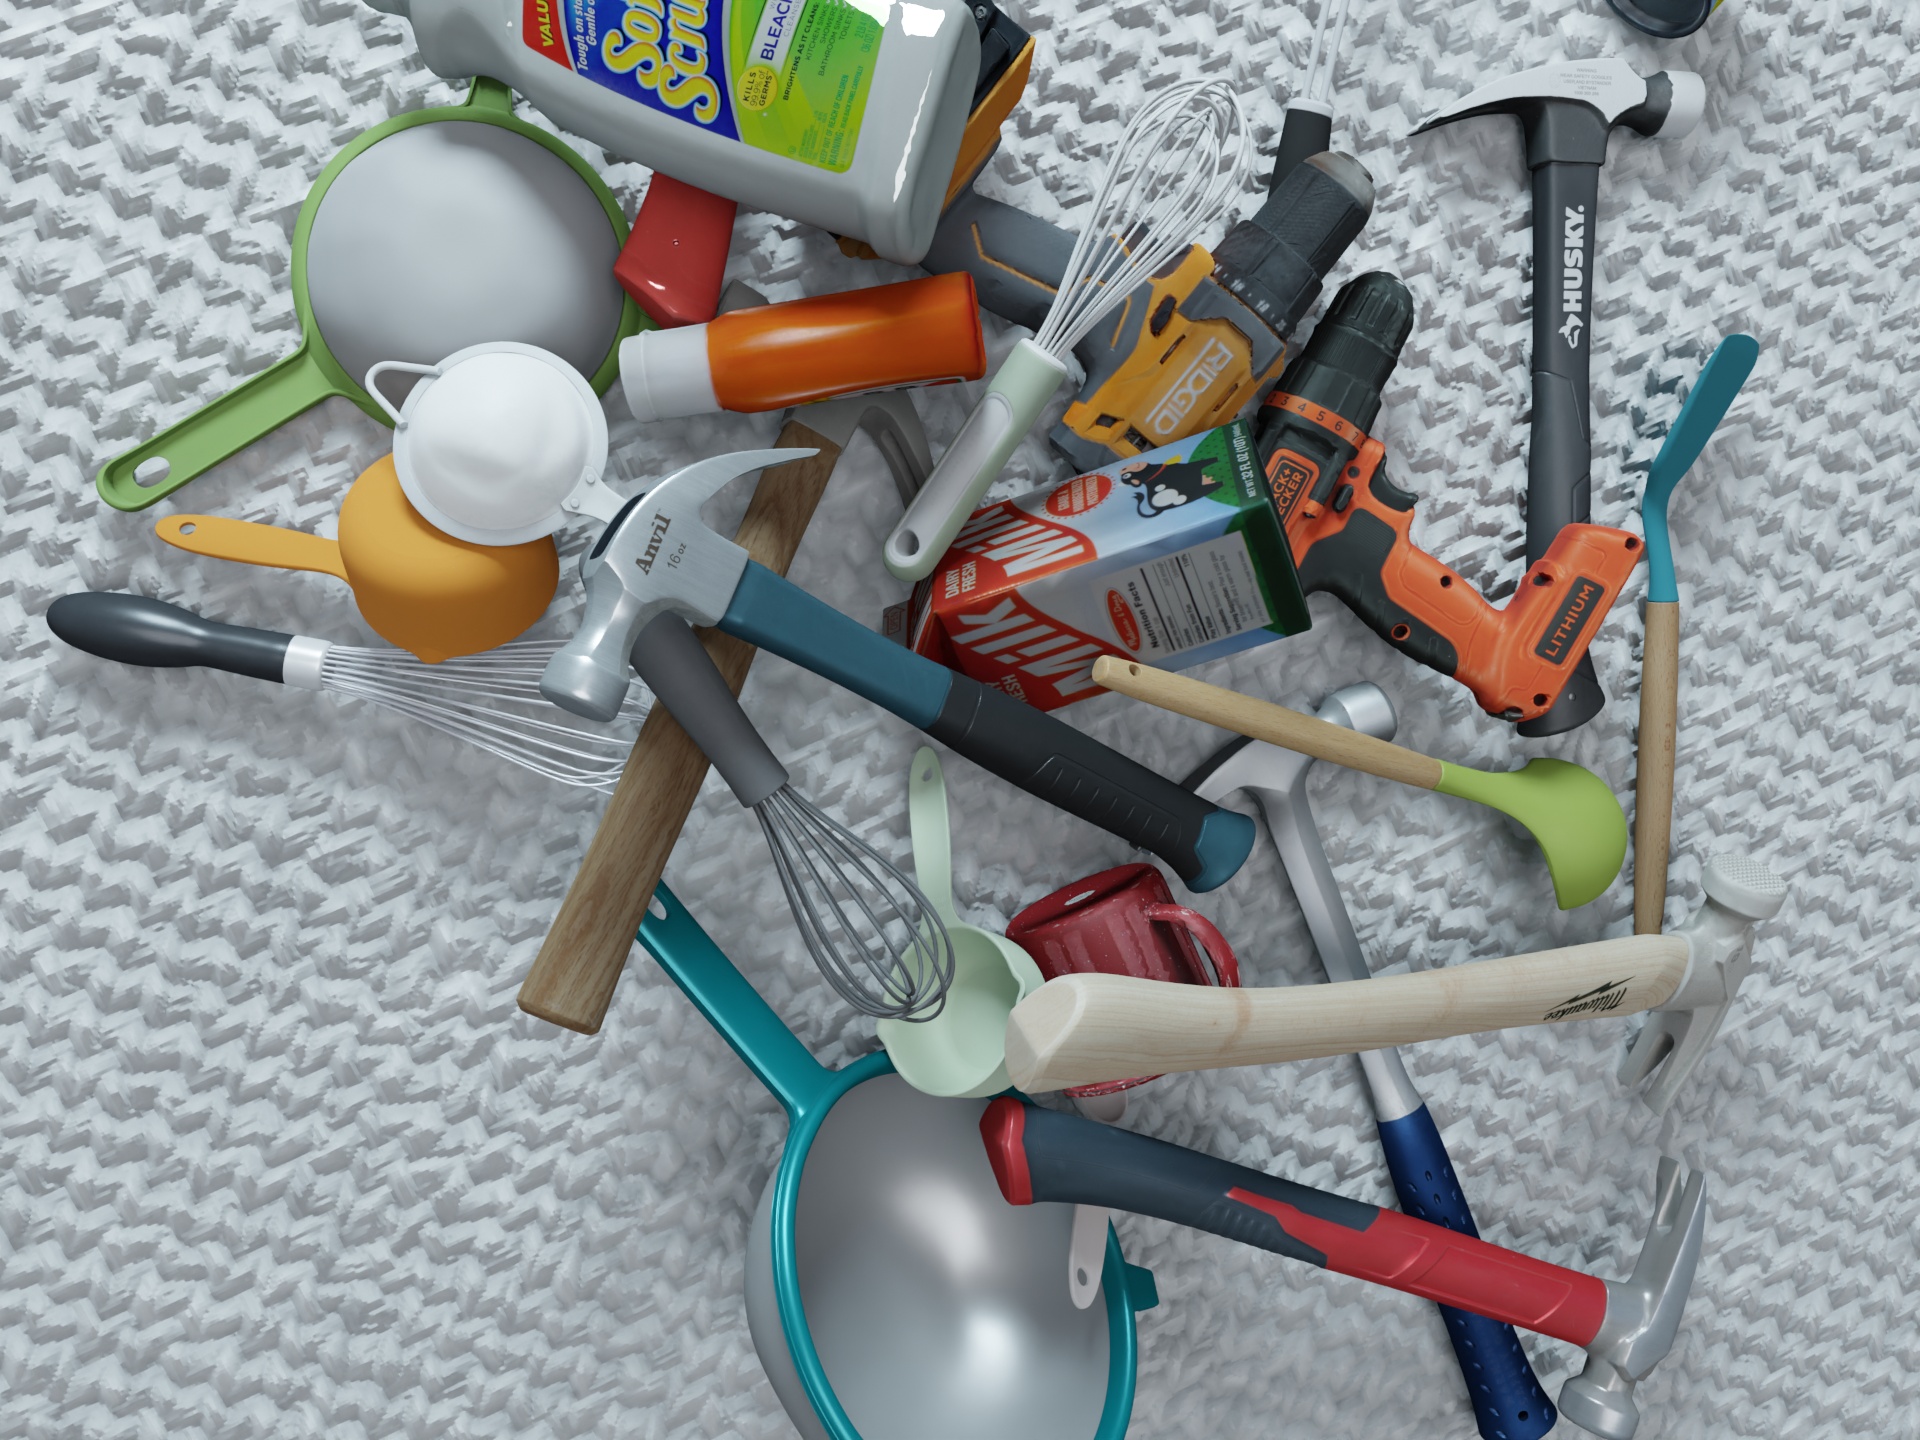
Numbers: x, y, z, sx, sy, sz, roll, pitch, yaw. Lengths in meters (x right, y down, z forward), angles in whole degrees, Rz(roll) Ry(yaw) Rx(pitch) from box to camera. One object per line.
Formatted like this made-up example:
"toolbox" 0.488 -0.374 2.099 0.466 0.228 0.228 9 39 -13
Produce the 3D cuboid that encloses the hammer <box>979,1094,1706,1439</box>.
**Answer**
"hammer" 0.192 0.234 0.769 0.386 0.038 0.143 21 86 -16

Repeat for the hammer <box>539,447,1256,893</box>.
"hammer" -0.001 -0.002 0.657 0.330 0.033 0.128 28 75 -30

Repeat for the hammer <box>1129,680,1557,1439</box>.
"hammer" 0.216 0.192 0.815 0.144 0.035 0.405 -23 99 -8

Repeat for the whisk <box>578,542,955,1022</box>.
"whisk" -0.078 0.027 0.646 0.055 0.055 0.239 -36 101 -6

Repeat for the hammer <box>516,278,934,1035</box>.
"hammer" -0.104 -0.025 0.685 0.130 0.031 0.331 27 70 -18

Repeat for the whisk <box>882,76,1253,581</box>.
"whisk" 0.040 -0.160 0.670 0.058 0.059 0.246 41 105 19

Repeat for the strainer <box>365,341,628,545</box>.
"strainer" -0.129 -0.080 0.649 0.258 0.050 0.087 31 80 -8

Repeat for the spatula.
"spatula" 0.372 -0.035 0.820 0.082 0.044 0.317 -11 104 -52

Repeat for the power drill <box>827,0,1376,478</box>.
"power drill" 0.059 -0.227 0.713 0.226 0.084 0.185 38 101 -14

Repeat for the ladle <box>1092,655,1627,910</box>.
"ladle" 0.193 0.024 0.747 0.320 0.062 0.078 16 56 -24

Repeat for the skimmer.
"skimmer" 0.169 -0.354 0.762 0.127 0.090 0.363 6 104 -20

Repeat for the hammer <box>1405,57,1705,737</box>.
"hammer" 0.297 -0.158 0.801 0.146 0.035 0.335 -2 95 -11

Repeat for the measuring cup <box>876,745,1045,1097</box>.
"measuring cup" 0.000 0.092 0.736 0.038 0.083 0.168 27 49 -48

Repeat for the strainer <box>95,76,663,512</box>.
"strainer" -0.257 -0.165 0.676 0.256 0.069 0.151 -34 100 -8

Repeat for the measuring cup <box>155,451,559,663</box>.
"measuring cup" -0.260 -0.083 0.675 0.173 0.052 0.095 8 58 -3

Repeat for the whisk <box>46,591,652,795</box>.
"whisk" -0.253 -0.018 0.698 0.284 0.070 0.070 11 93 -6

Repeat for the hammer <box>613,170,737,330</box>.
"hammer" -0.087 -0.345 0.694 0.149 0.037 0.359 9 87 -11

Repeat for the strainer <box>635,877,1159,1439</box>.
"strainer" -0.064 0.214 0.716 0.095 0.211 0.340 -37 94 35

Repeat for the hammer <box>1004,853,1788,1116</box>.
"hammer" 0.206 0.140 0.734 0.410 0.038 0.146 -1 120 -25

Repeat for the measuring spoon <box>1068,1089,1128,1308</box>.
"measuring spoon" 0.060 0.221 0.764 0.034 0.018 0.124 33 47 -26
